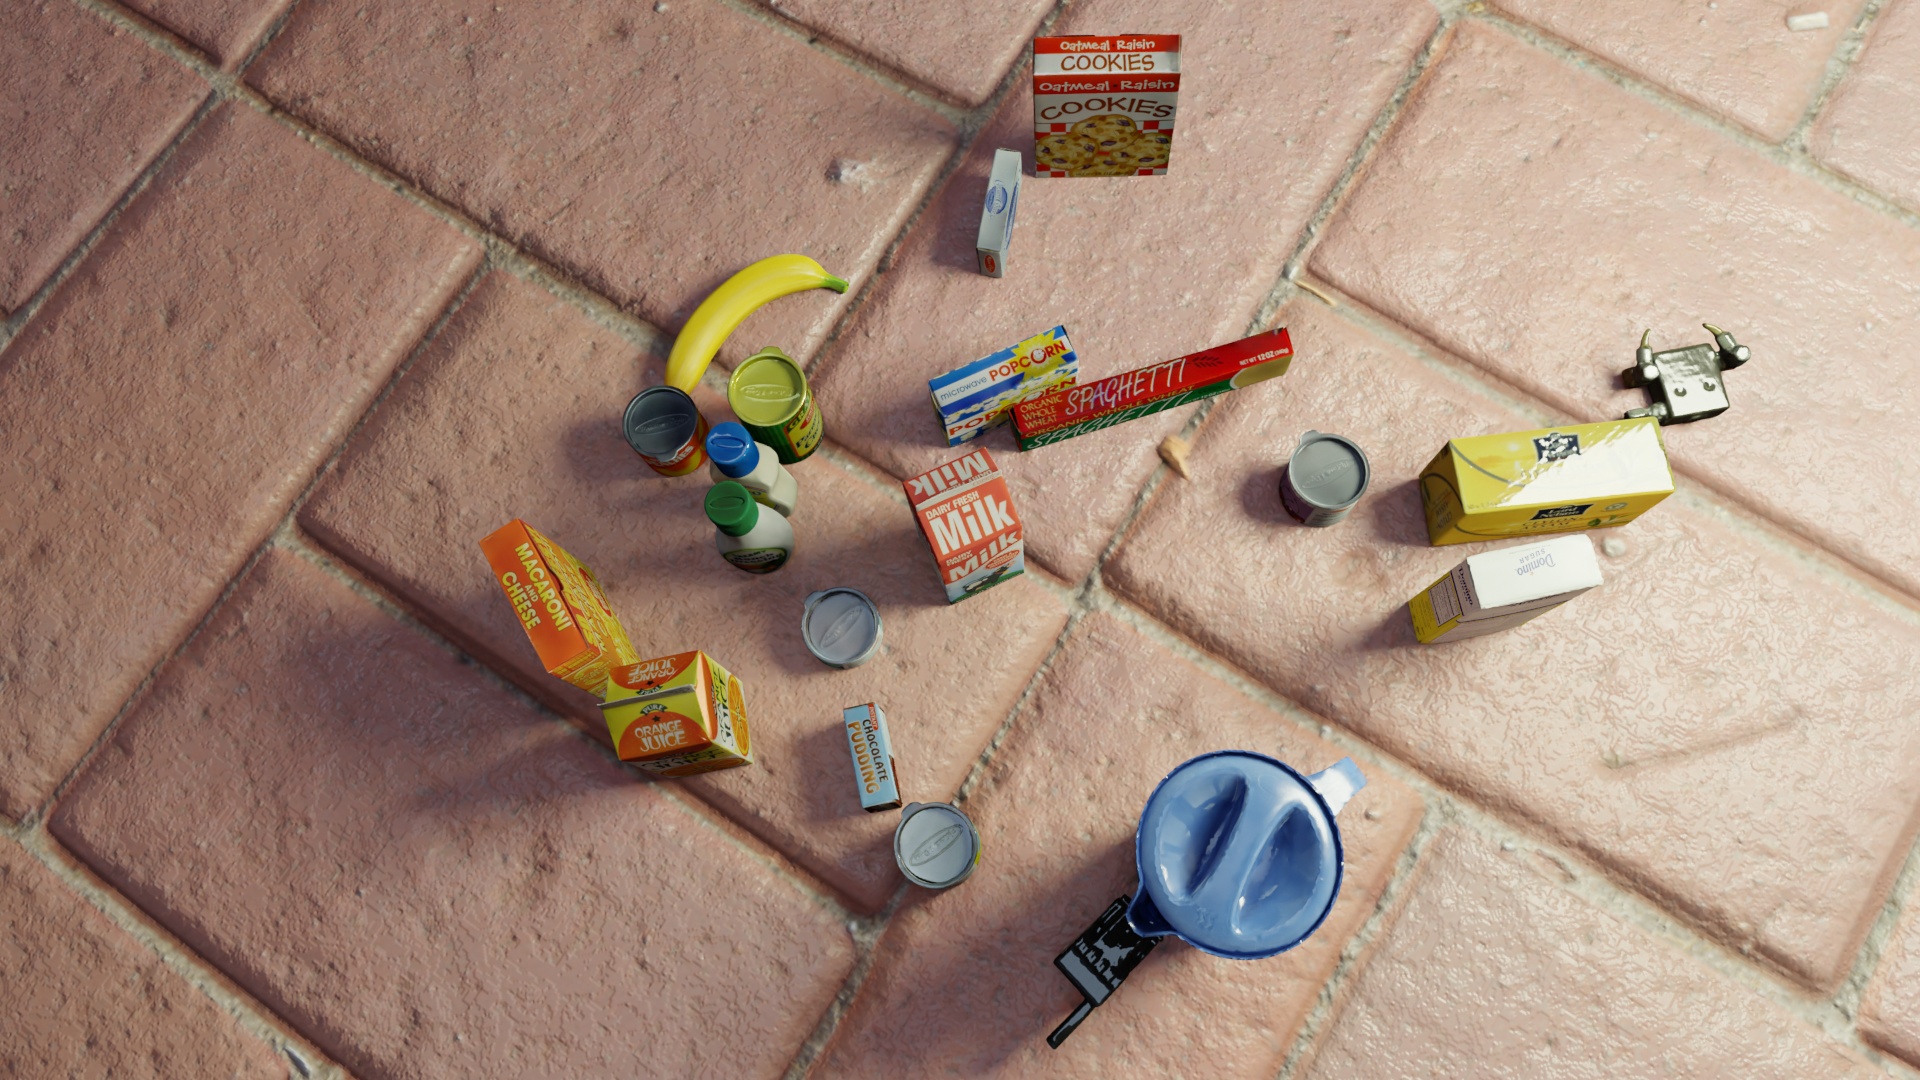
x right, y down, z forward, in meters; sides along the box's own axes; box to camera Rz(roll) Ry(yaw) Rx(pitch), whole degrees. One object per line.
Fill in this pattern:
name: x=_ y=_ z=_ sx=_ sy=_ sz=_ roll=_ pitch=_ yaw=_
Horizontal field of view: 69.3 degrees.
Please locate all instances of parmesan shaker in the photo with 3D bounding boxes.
parmesan shaker: x=-0.156 y=-0.114 z=1.196 sx=0.071 sy=0.103 sz=0.071 roll=-1 pitch=74 yaw=4

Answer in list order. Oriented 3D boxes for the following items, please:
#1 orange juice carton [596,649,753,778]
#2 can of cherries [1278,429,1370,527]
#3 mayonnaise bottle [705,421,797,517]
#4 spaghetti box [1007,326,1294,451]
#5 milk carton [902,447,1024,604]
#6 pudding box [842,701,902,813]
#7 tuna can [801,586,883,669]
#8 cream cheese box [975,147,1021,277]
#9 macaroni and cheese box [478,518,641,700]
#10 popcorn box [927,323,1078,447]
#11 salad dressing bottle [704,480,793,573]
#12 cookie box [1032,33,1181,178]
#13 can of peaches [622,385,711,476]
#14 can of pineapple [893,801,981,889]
orange juice carton: x=-0.220 y=0.135 z=1.082 sx=0.072 sy=0.192 sz=0.073 roll=-11 pitch=74 yaw=1
can of cherries: x=0.305 y=-0.052 z=1.170 sx=0.071 sy=0.058 sz=0.071 roll=-1 pitch=74 yaw=4
mayonnaise bottle: x=-0.178 y=-0.057 z=1.157 sx=0.065 sy=0.147 sz=0.041 roll=6 pitch=75 yaw=6
spaghetti box: x=0.164 y=-0.130 z=1.206 sx=0.250 sy=0.050 sz=0.029 roll=-16 pitch=74 yaw=-1
milk carton: x=0.004 y=-0.014 z=1.111 sx=0.072 sy=0.190 sz=0.073 roll=-24 pitch=74 yaw=-3
pudding box: x=-0.071 y=0.178 z=1.134 sx=0.030 sy=0.049 sz=0.084 roll=-13 pitch=74 yaw=0
tuna can: x=-0.101 y=0.073 z=1.175 sx=0.071 sy=0.032 sz=0.071 roll=-1 pitch=74 yaw=4
cream cheese box: x=0.035 y=-0.297 z=1.261 sx=0.024 sy=0.053 sz=0.104 roll=9 pitch=75 yaw=6
macaroni and cheese box: x=-0.315 y=0.061 z=1.123 sx=0.040 sy=0.166 sz=0.124 roll=-32 pitch=75 yaw=-5
popcorn box: x=0.038 y=-0.131 z=1.197 sx=0.127 sy=0.085 sz=0.038 roll=-23 pitch=74 yaw=-3
salad dressing bottle: x=-0.177 y=-0.011 z=1.144 sx=0.064 sy=0.147 sz=0.044 roll=-6 pitch=74 yaw=2
cookie box: x=0.126 y=-0.379 z=1.219 sx=0.123 sy=0.167 sz=0.040 roll=0 pitch=75 yaw=4
can of peaches: x=-0.256 y=-0.093 z=1.220 sx=0.071 sy=0.058 sz=0.071 roll=-1 pitch=74 yaw=4
can of pineapple: x=-0.018 y=0.242 z=1.108 sx=0.071 sy=0.057 sz=0.071 roll=-1 pitch=74 yaw=4
